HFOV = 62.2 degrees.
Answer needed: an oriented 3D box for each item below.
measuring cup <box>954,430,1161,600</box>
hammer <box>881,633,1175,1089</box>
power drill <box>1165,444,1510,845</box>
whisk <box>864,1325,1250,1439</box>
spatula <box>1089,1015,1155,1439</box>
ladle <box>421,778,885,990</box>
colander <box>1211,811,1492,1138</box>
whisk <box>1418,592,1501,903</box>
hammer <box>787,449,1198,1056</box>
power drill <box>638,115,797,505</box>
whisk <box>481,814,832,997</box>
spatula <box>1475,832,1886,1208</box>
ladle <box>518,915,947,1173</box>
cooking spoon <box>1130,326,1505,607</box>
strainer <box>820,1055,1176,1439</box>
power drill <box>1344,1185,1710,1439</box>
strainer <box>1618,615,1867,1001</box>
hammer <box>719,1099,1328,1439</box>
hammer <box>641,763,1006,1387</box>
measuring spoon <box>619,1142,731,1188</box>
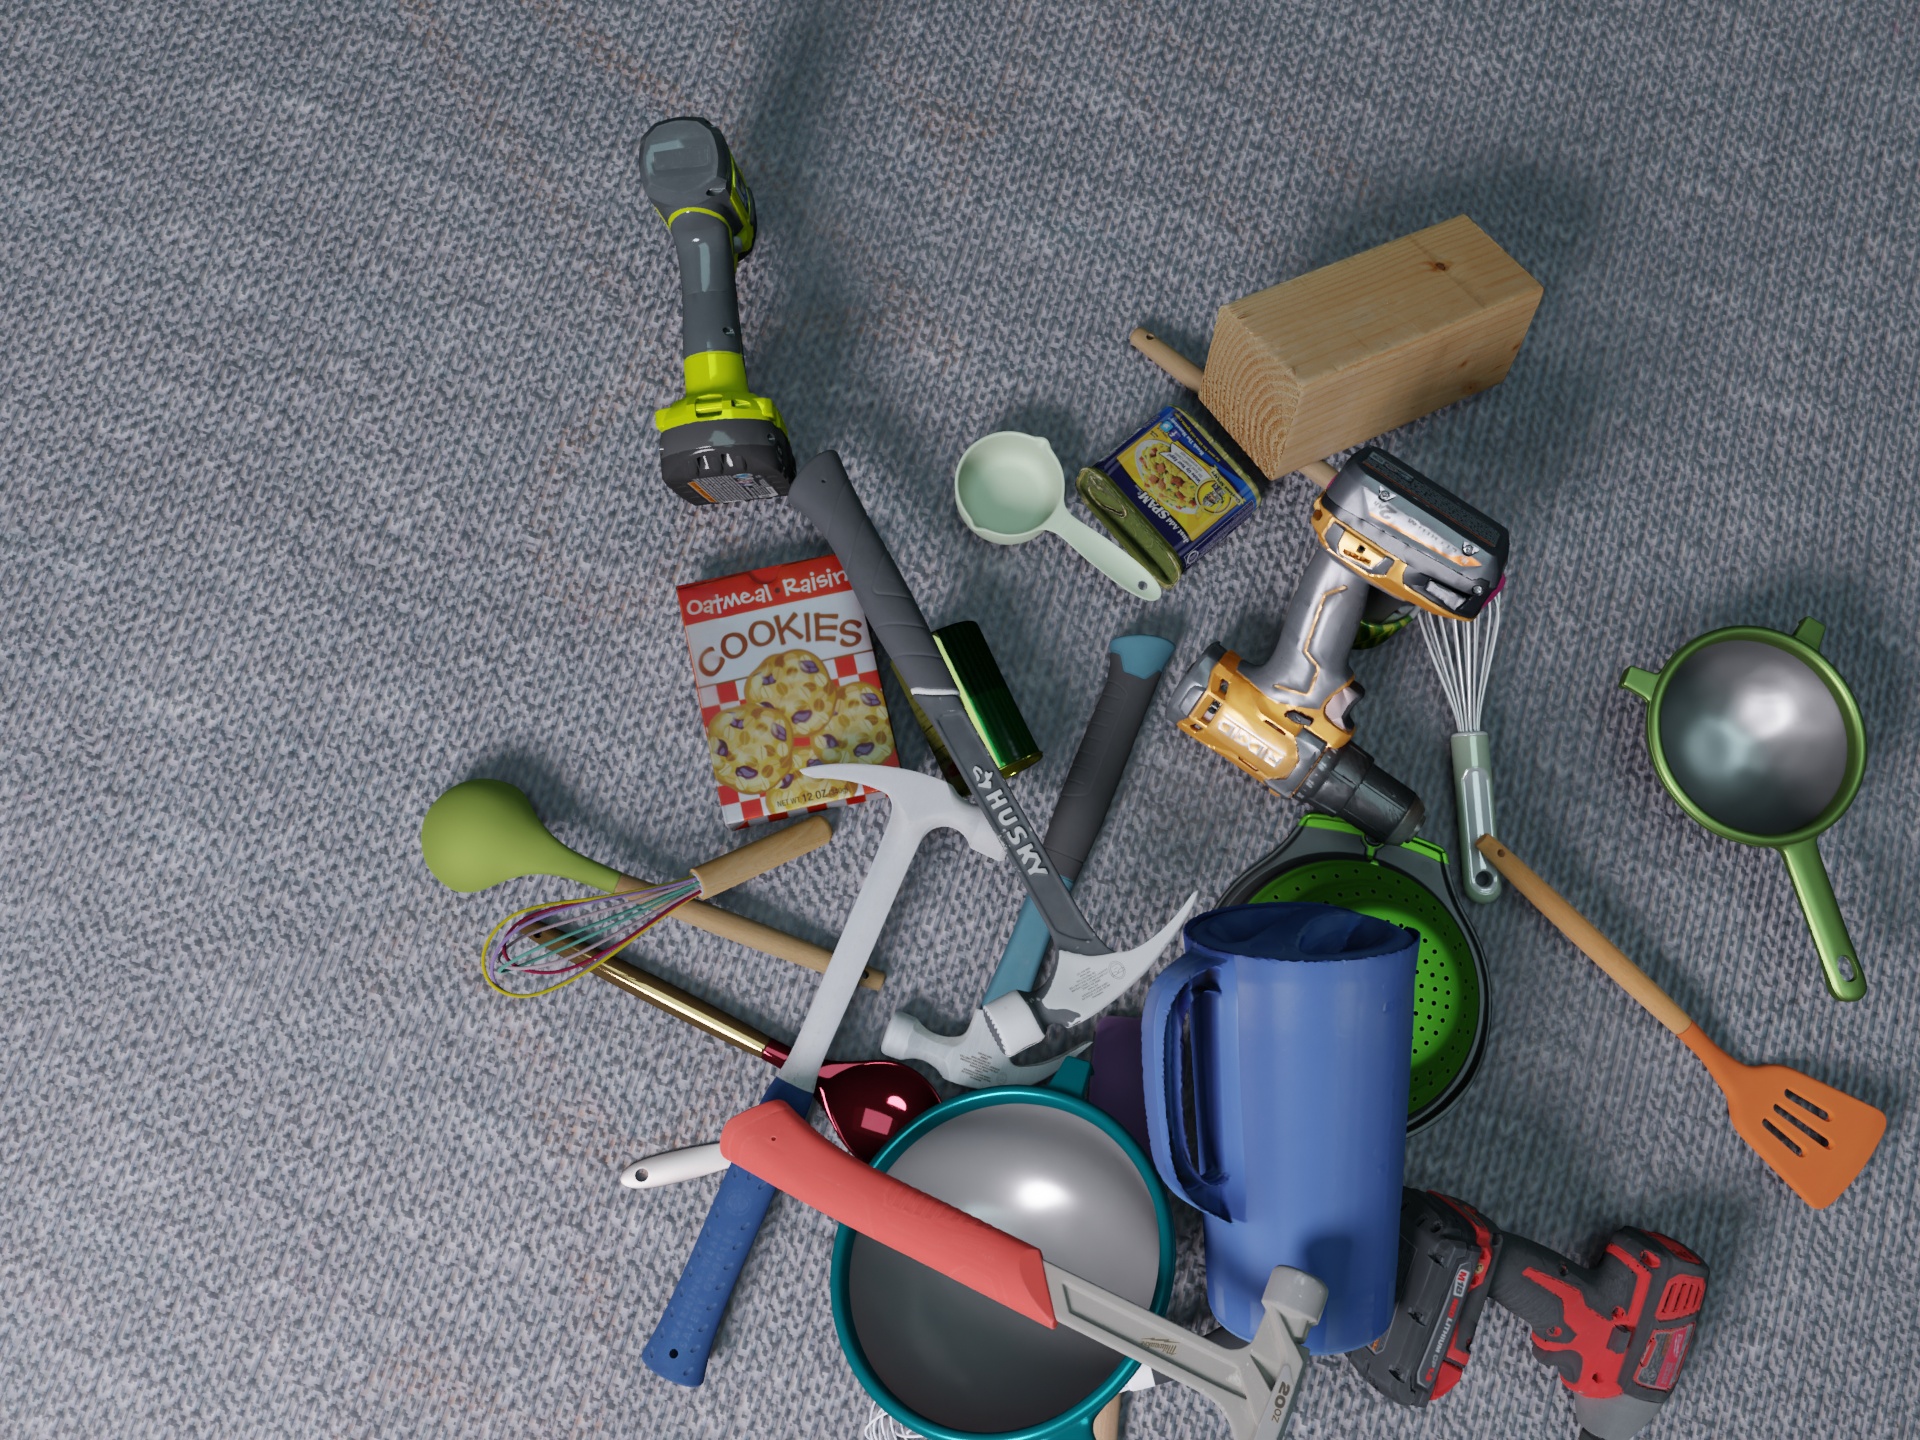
[{"bbox_3d":[0.069,-0.133,1.109,0.167,0.038,0.083,37,80,3],"label":"measuring cup"},{"bbox_3d":[0.067,0.091,1.069,0.128,0.033,0.331,22,79,3],"label":"hammer"},{"bbox_3d":[0.262,-0.038,1.027,0.185,0.084,0.226,35,121,9],"label":"power drill"},{"bbox_3d":[0.079,0.409,0.984,0.284,0.070,0.070,-15,81,2],"label":"whisk"},{"bbox_3d":[0.103,0.353,1.030,0.059,0.018,0.316,7,79,-8],"label":"spatula"},{"bbox_3d":[-0.202,0.119,1.055,0.320,0.062,0.078,21,72,-5],"label":"ladle"},{"bbox_3d":[0.238,0.253,1.015,0.204,0.094,0.397,15,79,0],"label":"colander"},{"bbox_3d":[0.349,0.002,1.091,0.058,0.059,0.246,-4,84,7],"label":"whisk"},{"bbox_3d":[-0.002,-0.003,1.006,0.149,0.036,0.409,-26,73,-9],"label":"hammer"},{"bbox_3d":[-0.161,-0.264,1.066,0.080,0.171,0.223,-6,88,2],"label":"power drill"},{"bbox_3d":[-0.187,0.109,1.010,0.245,0.051,0.047,-23,68,-31],"label":"whisk"},{"bbox_3d":[0.467,0.187,1.055,0.322,0.041,0.081,42,81,-1],"label":"spatula"},{"bbox_3d":[-0.151,0.204,1.043,0.315,0.031,0.069,26,88,5],"label":"ladle"},{"bbox_3d":[0.237,-0.179,1.095,0.069,0.017,0.319,-41,69,-18],"label":"cooking spoon"},{"bbox_3d":[0.056,0.379,0.918,0.211,0.095,0.341,-28,50,1],"label":"strainer"},{"bbox_3d":[0.351,0.375,0.986,0.219,0.079,0.143,16,94,-17],"label":"power drill"},{"bbox_3d":[0.542,0.065,1.076,0.151,0.069,0.256,-15,81,-7],"label":"strainer"},{"bbox_3d":[0.012,0.310,0.889,0.359,0.036,0.149,18,64,25],"label":"hammer"},{"bbox_3d":[-0.106,0.218,1.008,0.144,0.035,0.405,23,85,6],"label":"hammer"},{"bbox_3d":[-0.161,0.285,1.031,0.124,0.018,0.034,-12,81,-4],"label":"measuring spoon"}]
